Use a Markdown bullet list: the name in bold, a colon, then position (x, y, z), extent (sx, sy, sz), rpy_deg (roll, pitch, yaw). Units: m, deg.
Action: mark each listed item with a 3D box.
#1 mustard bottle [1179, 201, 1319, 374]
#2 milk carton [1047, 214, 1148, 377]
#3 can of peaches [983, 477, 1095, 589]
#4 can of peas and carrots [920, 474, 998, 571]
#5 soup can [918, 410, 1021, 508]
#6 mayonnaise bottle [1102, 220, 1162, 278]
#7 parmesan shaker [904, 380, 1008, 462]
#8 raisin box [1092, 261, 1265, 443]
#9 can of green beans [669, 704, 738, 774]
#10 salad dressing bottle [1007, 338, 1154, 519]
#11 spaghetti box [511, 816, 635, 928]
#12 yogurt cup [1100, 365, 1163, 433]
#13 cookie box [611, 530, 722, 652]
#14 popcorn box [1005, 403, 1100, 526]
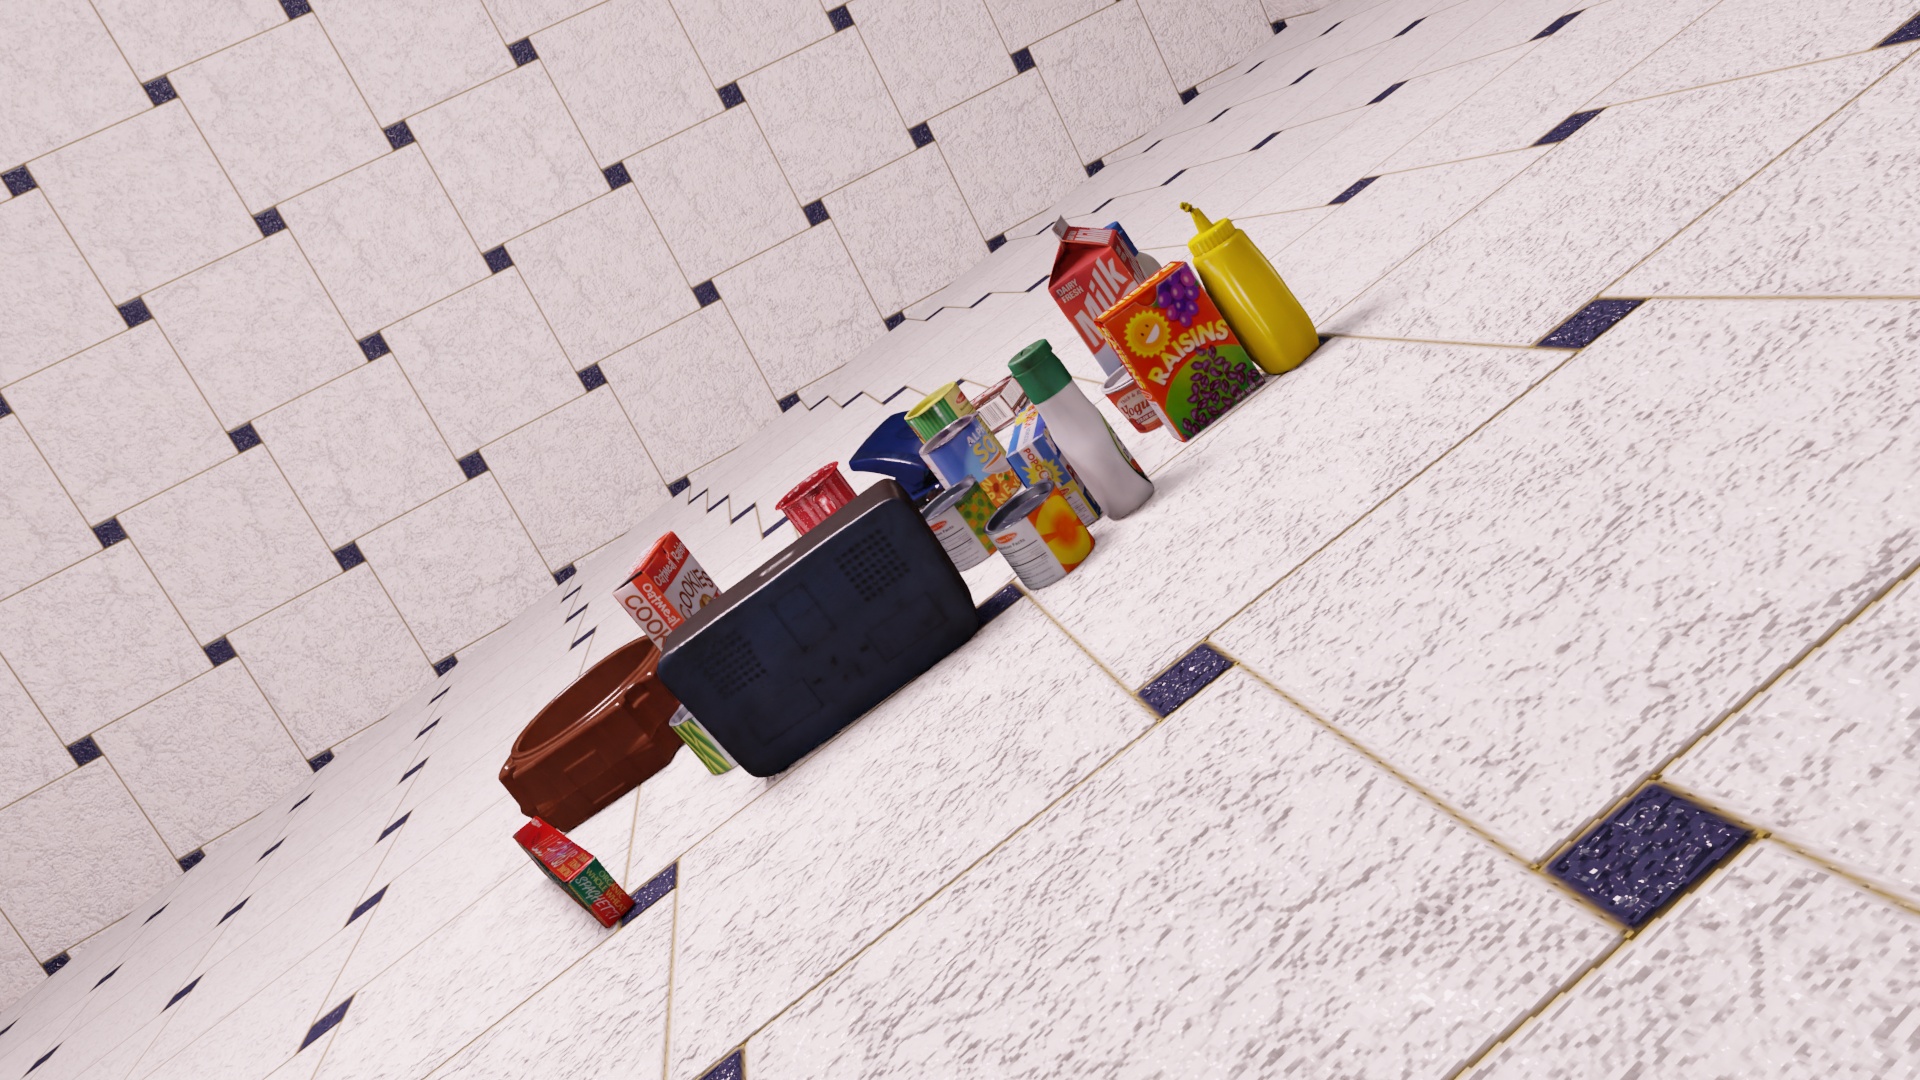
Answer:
- **mustard bottle**: position (0.227, -0.210, 1.122), extent (0.049, 0.160, 0.065), rpy_deg (-39, 14, -11)
- **milk carton**: position (0.142, -0.216, 1.285), extent (0.073, 0.190, 0.073), rpy_deg (-31, 14, 21)
- **can of peaches**: position (0.062, -0.005, 1.065), extent (0.071, 0.058, 0.071), rpy_deg (-34, 14, 10)
- **can of peas and carrots**: position (0.004, -0.015, 1.236), extent (0.071, 0.058, 0.071), rpy_deg (-34, 14, 10)
- **soup can**: position (0.012, -0.073, 1.351), extent (0.071, 0.083, 0.071), rpy_deg (-34, 14, 10)
- **mayonnaise bottle**: position (0.181, -0.245, 1.372), extent (0.065, 0.148, 0.041), rpy_deg (-44, 15, -28)
- **parmesan shaker**: position (-0.003, -0.105, 1.454), extent (0.071, 0.103, 0.071), rpy_deg (-34, 14, 10)
- **raisin box**: position (0.178, -0.155, 1.137), extent (0.086, 0.123, 0.040), rpy_deg (-37, 13, 0)
- **can of green beans**: position (-0.203, 0.156, 1.177), extent (0.071, 0.057, 0.071), rpy_deg (-34, 14, 10)
- **salad dressing bottle**: position (0.092, -0.086, 1.070), extent (0.044, 0.147, 0.064), rpy_deg (-35, 14, 7)
- **spaghetti box**: position (-0.314, 0.262, 1.114), extent (0.029, 0.050, 0.249), rpy_deg (-42, 15, -23)
- **yogurt cup**: position (0.167, -0.132, 1.237), extent (0.072, 0.054, 0.072), rpy_deg (-34, 14, 10)
- **cookie box**: position (-0.242, 0.081, 1.287), extent (0.040, 0.167, 0.123), rpy_deg (-34, 14, 10)
- **popcorn box**: position (0.080, -0.064, 1.157), extent (0.038, 0.085, 0.127), rpy_deg (-32, 14, 17)
